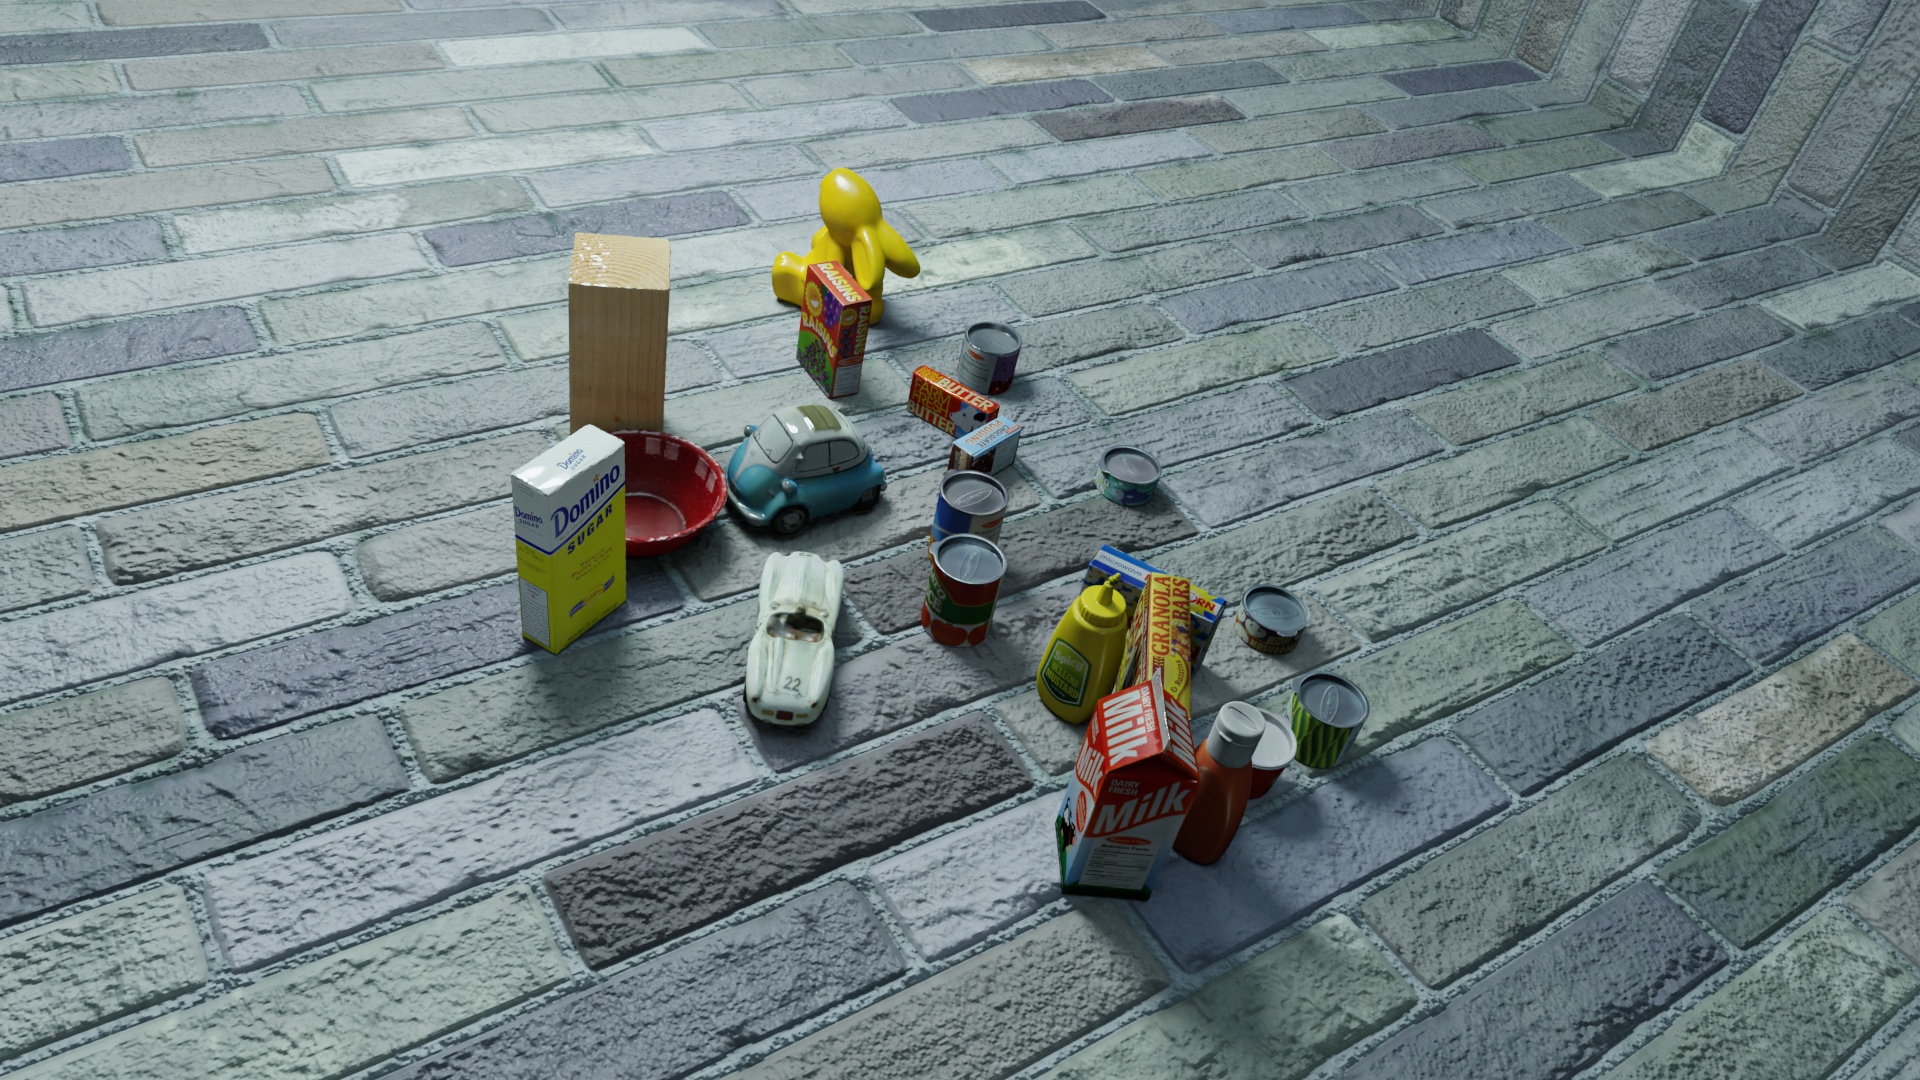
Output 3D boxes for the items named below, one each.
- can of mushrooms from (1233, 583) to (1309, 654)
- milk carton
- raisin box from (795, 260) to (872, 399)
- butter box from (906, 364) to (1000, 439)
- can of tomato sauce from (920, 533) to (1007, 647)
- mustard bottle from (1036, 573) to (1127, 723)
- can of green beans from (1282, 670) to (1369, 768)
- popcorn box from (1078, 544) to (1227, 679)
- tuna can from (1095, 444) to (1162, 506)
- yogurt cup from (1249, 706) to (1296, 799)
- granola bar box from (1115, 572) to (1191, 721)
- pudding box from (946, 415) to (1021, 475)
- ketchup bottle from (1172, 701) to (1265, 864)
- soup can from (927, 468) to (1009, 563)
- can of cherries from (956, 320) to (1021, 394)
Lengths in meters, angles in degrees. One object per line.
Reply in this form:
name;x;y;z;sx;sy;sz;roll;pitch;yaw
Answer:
can of mushrooms;0.300;0.078;1.341;0.071;0.033;0.071;8;41;-6
milk carton;0.129;0.186;1.051;0.073;0.189;0.073;7;41;-7
raisin box;-0.138;-0.229;1.508;0.040;0.122;0.086;-15;48;-29
butter box;-0.009;-0.144;1.498;0.103;0.052;0.024;31;43;20
can of tomato sauce;0.000;0.046;1.260;0.071;0.082;0.071;8;41;-6
mustard bottle;0.109;0.086;1.184;0.065;0.159;0.049;37;46;25
can of green beans;0.322;0.159;1.235;0.071;0.057;0.071;8;41;-6
popcorn box;0.171;0.068;1.279;0.127;0.084;0.038;26;42;14
tuna can;0.176;-0.069;1.477;0.071;0.032;0.071;8;41;-6
yogurt cup;0.247;0.184;1.189;0.072;0.053;0.073;8;41;-6
granola bar box;0.161;0.127;1.178;0.039;0.123;0.166;12;40;-1
pudding box;0.025;-0.092;1.450;0.030;0.049;0.084;35;45;24
ketchup bottle;0.201;0.190;1.098;0.044;0.148;0.065;-28;55;-38
soup can;0.005;-0.017;1.333;0.071;0.083;0.072;8;41;-6
can of cherries;0.034;-0.208;1.580;0.071;0.058;0.072;8;41;-6
